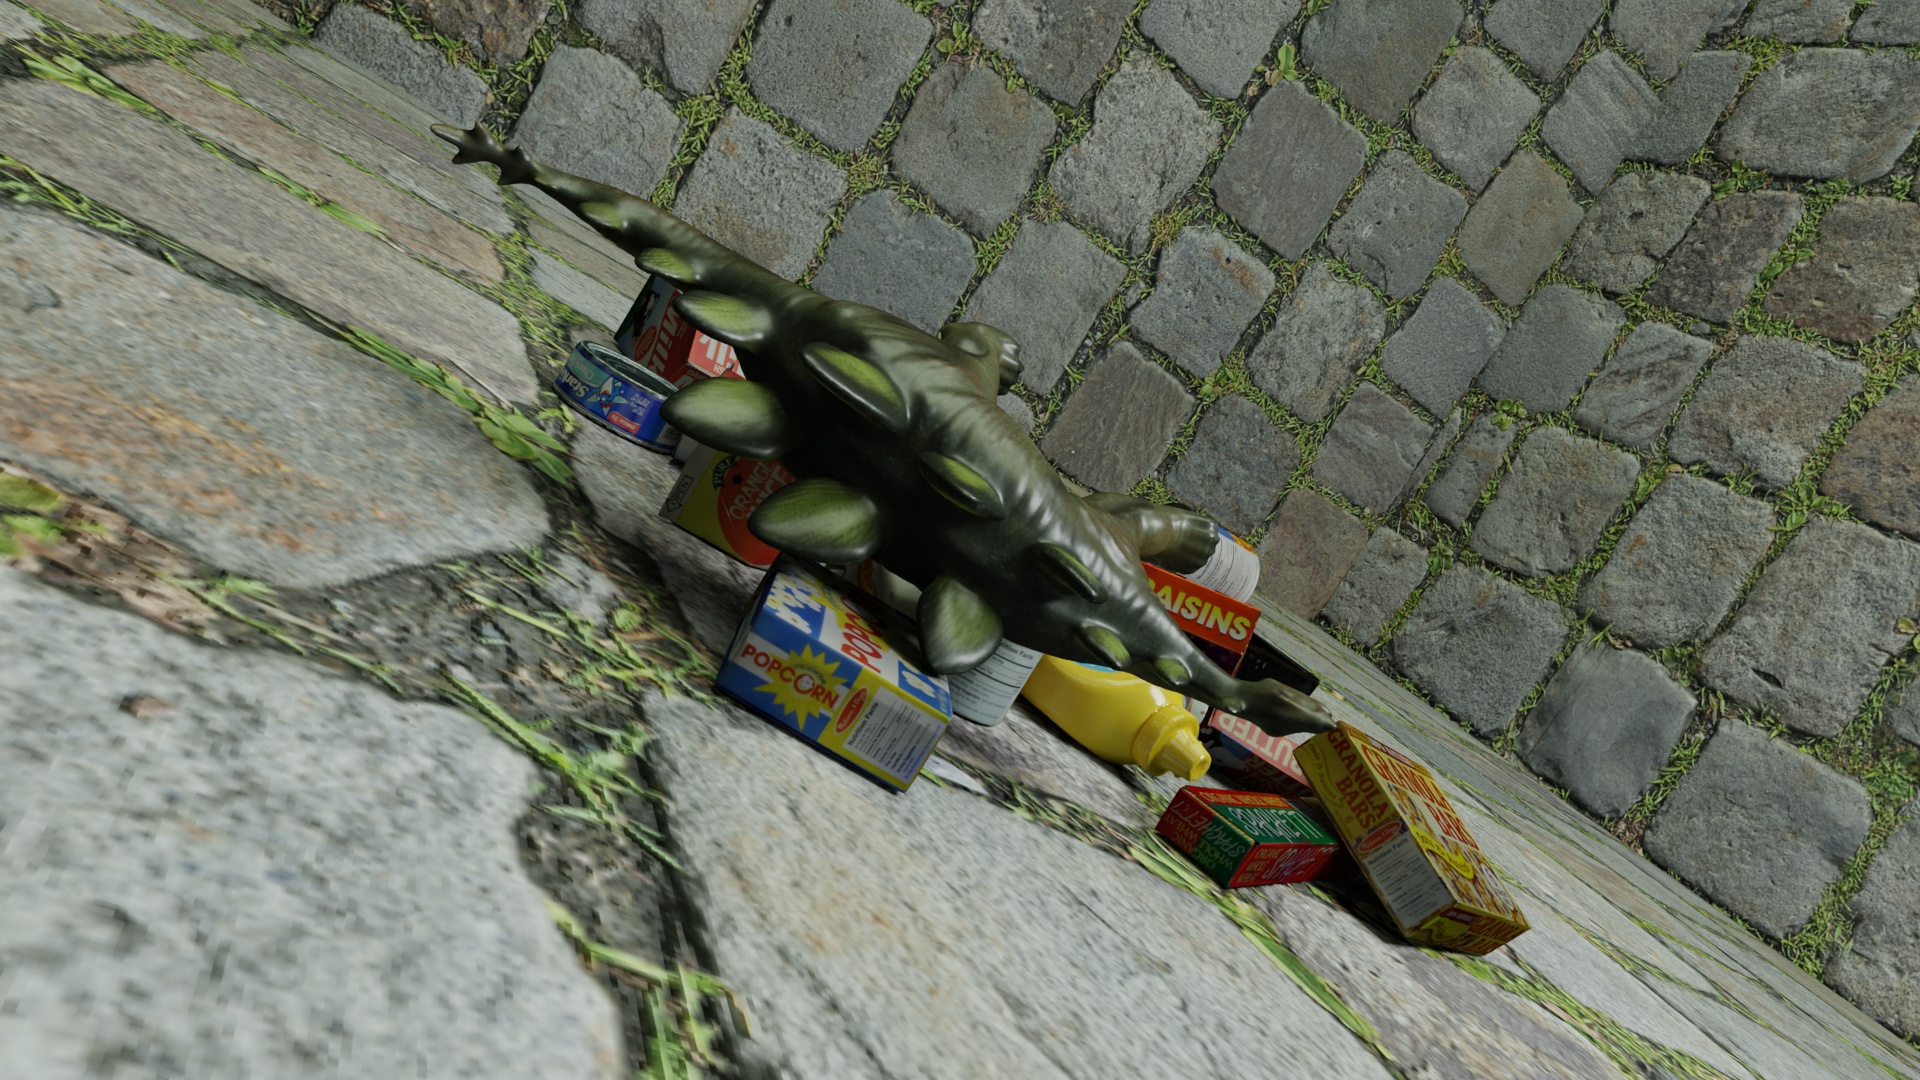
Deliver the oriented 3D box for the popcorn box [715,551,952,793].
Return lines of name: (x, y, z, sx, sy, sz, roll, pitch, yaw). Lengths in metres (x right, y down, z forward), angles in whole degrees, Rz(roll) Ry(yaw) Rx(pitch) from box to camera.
popcorn box: (-0.050, 0.049, 0.578, 0.085, 0.038, 0.127, 31, 7, -8)

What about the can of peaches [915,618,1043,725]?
can of peaches: (0.007, 0.053, 0.714, 0.071, 0.058, 0.071, 31, 7, -4)

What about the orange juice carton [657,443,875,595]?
orange juice carton: (-0.087, -0.024, 0.779, 0.073, 0.071, 0.192, 36, 8, 32)

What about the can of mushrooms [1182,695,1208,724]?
can of mushrooms: (0.124, 0.095, 0.865, 0.033, 0.071, 0.071, 31, 7, -21)

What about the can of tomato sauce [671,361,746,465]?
can of tomato sauce: (-0.126, -0.060, 0.868, 0.083, 0.071, 0.071, 32, 7, -5)

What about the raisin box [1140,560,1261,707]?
raisin box: (0.142, 0.072, 0.923, 0.086, 0.040, 0.122, 24, -29, 12)

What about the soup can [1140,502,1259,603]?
soup can: (0.185, 0.015, 1.104, 0.083, 0.071, 0.071, 27, 9, -37)

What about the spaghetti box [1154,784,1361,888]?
spaghetti box: (0.180, 0.167, 0.784, 0.050, 0.028, 0.250, 36, 8, 31)

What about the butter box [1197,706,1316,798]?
butter box: (0.199, 0.146, 0.923, 0.103, 0.024, 0.053, 31, -29, -4)

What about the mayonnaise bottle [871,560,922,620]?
mayonnaise bottle: (0.027, 0.025, 0.783, 0.148, 0.041, 0.065, -2, 31, -13)

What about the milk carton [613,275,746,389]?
milk carton: (-0.210, -0.151, 1.109, 0.072, 0.073, 0.191, 27, 9, -35)

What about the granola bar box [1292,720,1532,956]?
granola bar box: (0.276, 0.184, 0.846, 0.165, 0.039, 0.124, 28, 29, -50)
